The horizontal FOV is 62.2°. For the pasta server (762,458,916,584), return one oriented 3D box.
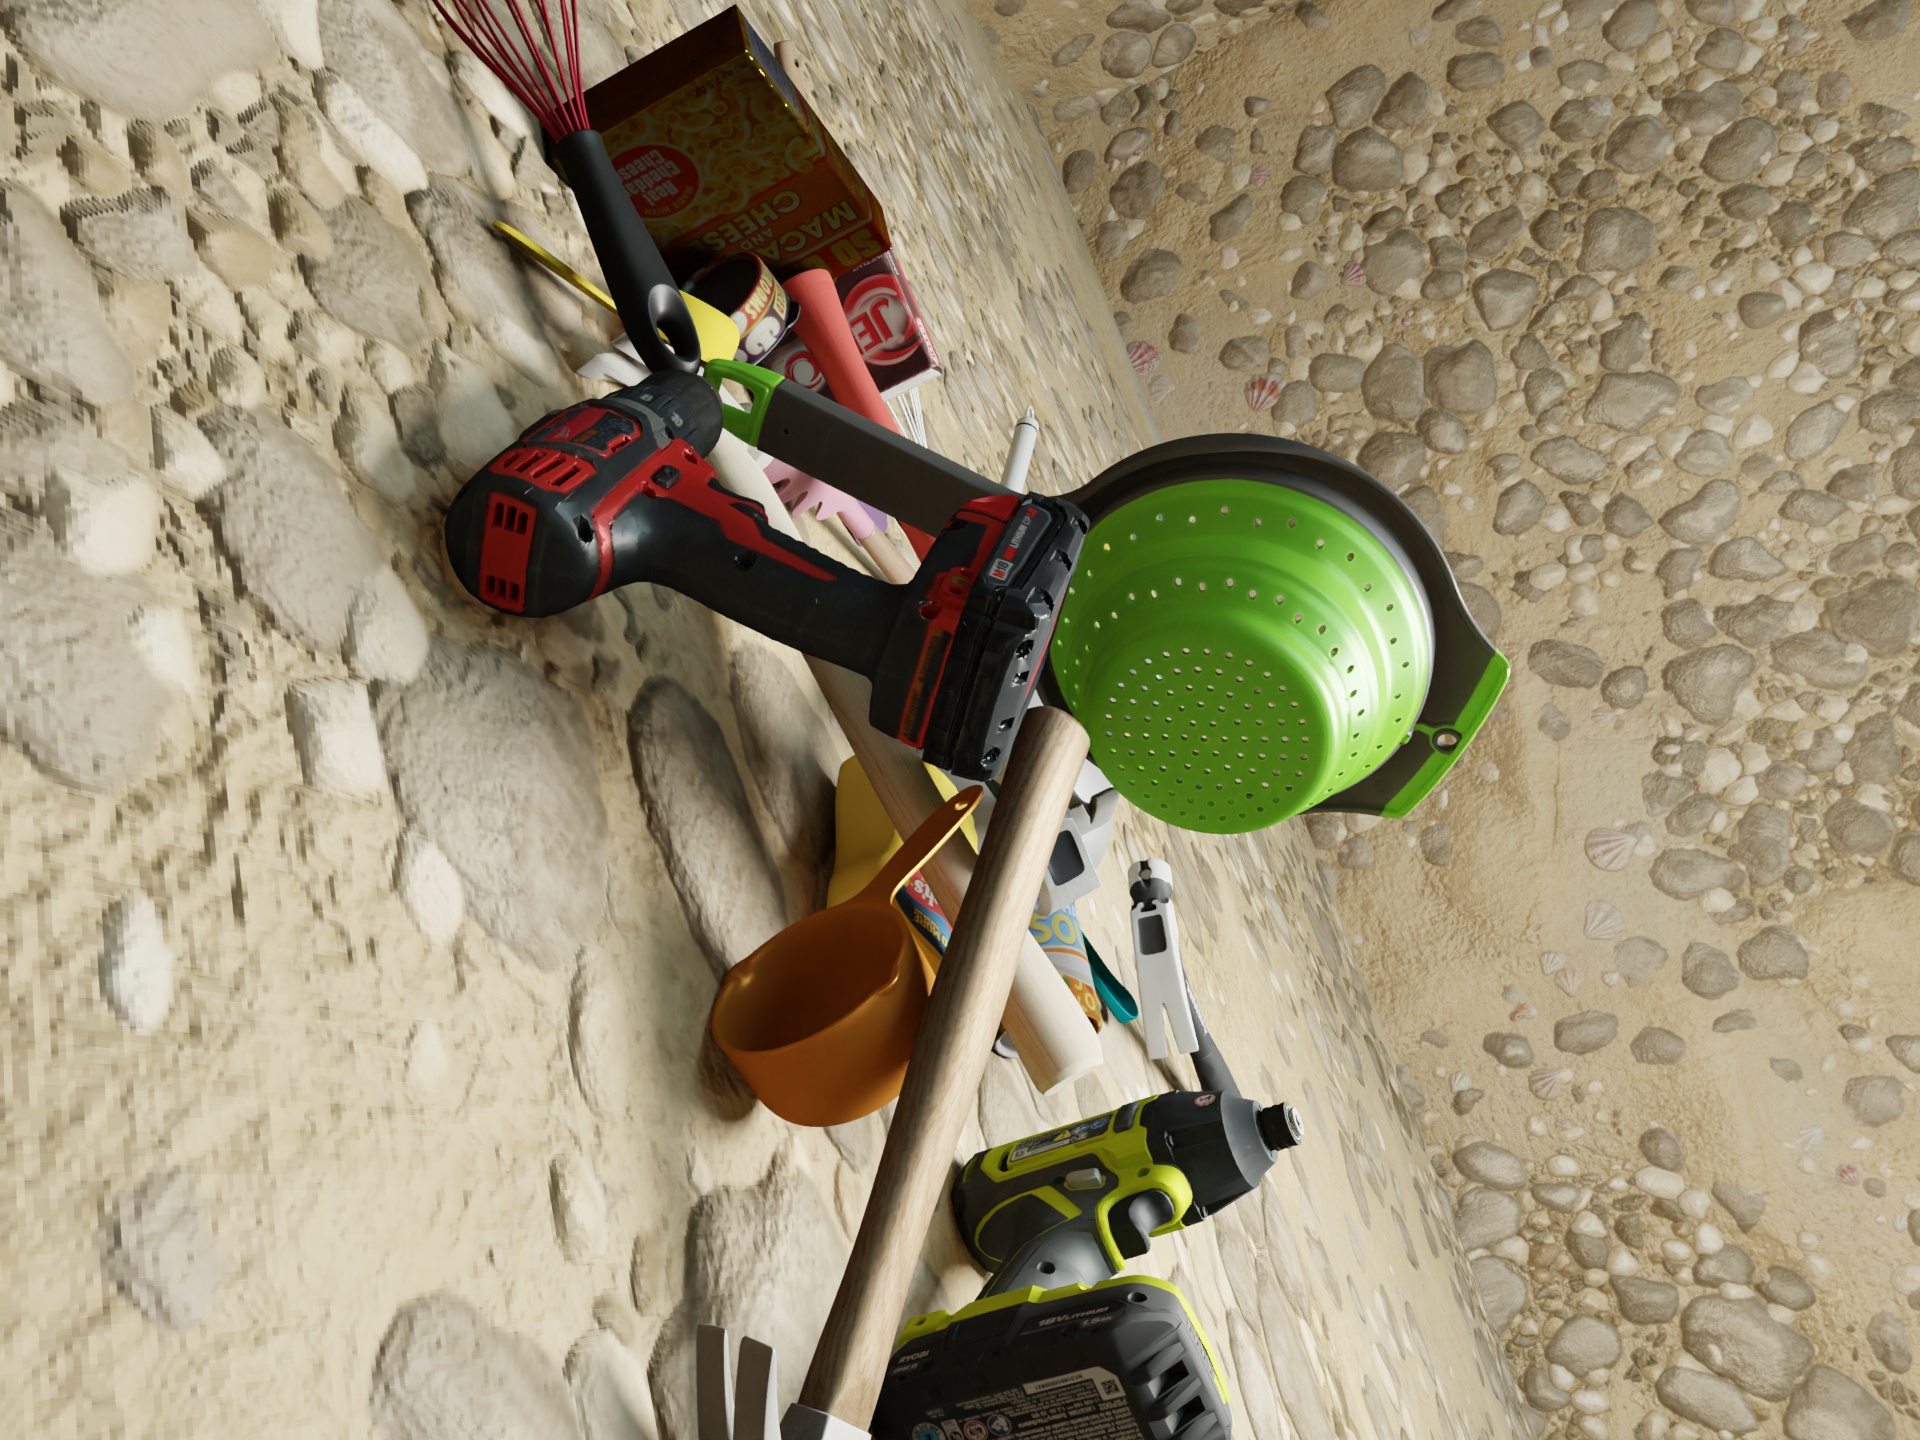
[{"bbox_3d":[-0.059,-0.109,1.036,0.316,0.040,0.060,48,25,-58],"label":"pasta server"}]

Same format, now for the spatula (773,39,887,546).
[{"bbox_3d":[-0.084,-0.266,1.019,0.060,0.018,0.315,-40,126,-56],"label":"spatula"}]

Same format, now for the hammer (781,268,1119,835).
[{"bbox_3d":[-0.012,-0.096,0.894,0.359,0.036,0.149,63,-6,7],"label":"hammer"}]

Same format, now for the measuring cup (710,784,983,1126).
[{"bbox_3d":[-0.028,0.096,0.663,0.174,0.095,0.052,-48,120,-40],"label":"measuring cup"}]

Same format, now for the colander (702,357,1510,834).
[{"bbox_3d":[0.045,-0.053,0.717,0.397,0.204,0.094,26,37,2],"label":"colander"}]

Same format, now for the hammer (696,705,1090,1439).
[{"bbox_3d":[-0.010,0.138,0.586,0.129,0.031,0.331,51,49,-45],"label":"hammer"}]

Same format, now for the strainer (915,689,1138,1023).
[{"bbox_3d":[0.071,0.078,1.064,0.340,0.095,0.211,56,19,-29],"label":"strainer"}]

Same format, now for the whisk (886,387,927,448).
[{"bbox_3d":[-0.029,-0.196,1.213,0.059,0.058,0.246,39,-14,48],"label":"whisk"}]

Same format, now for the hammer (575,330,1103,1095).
[{"bbox_3d":[-0.053,-0.011,0.758,0.411,0.038,0.146,60,15,18],"label":"hammer"}]

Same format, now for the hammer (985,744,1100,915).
[{"bbox_3d":[-0.001,-0.003,0.857,0.128,0.033,0.331,65,-5,-28],"label":"hammer"}]

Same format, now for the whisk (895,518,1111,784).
[{"bbox_3d":[0.034,-0.060,1.134,0.284,0.070,0.070,53,20,-20],"label":"whisk"}]

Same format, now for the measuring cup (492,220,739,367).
[{"bbox_3d":[-0.168,-0.217,0.790,0.062,0.029,0.156,29,2,34],"label":"measuring cup"}]

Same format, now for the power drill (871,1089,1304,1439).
[{"bbox_3d":[0.061,0.237,0.687,0.080,0.171,0.223,65,19,-7],"label":"power drill"}]

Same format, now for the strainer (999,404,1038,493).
[{"bbox_3d":[0.031,-0.152,1.245,0.086,0.050,0.259,54,40,-44],"label":"strainer"}]

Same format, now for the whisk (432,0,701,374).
[{"bbox_3d":[-0.189,-0.291,0.757,0.296,0.073,0.073,65,16,7],"label":"whisk"}]

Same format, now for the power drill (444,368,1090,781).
[{"bbox_3d":[-0.068,-0.076,0.646,0.188,0.226,0.080,-64,172,-59],"label":"power drill"}]

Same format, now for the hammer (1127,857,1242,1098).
[{"bbox_3d":[0.187,0.259,1.214,0.334,0.035,0.146,63,19,-44],"label":"hammer"}]

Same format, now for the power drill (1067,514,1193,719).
[{"bbox_3d":[0.115,-0.097,1.291,0.084,0.185,0.226,54,24,-42],"label":"power drill"}]
